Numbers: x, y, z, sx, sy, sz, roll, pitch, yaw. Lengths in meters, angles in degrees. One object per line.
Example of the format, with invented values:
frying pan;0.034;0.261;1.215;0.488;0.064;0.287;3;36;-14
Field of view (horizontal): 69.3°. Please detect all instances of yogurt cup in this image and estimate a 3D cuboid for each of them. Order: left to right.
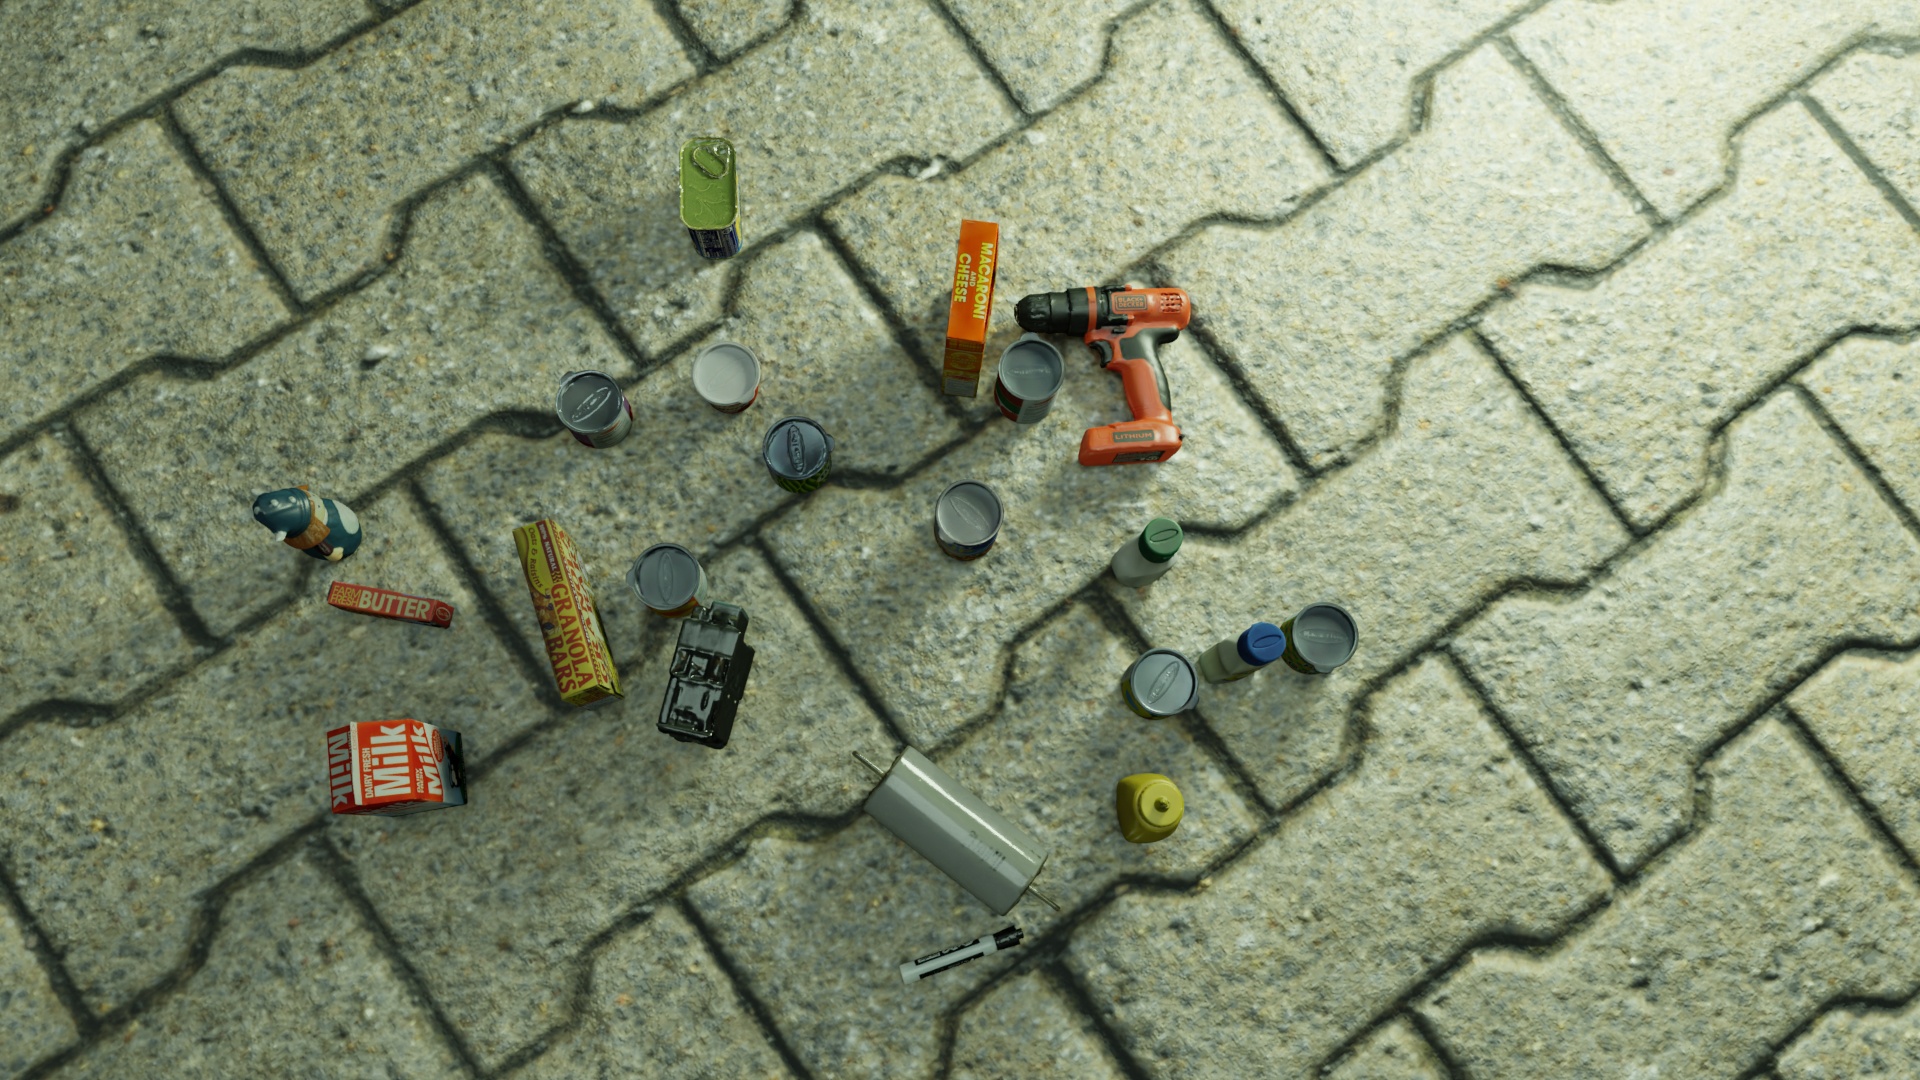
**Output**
yogurt cup;-0.235;-0.162;1.407;0.072;0.054;0.072;1;78;-3

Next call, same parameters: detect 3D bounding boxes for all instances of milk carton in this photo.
milk carton;-0.508;0.204;1.242;0.073;0.190;0.072;-9;79;-5

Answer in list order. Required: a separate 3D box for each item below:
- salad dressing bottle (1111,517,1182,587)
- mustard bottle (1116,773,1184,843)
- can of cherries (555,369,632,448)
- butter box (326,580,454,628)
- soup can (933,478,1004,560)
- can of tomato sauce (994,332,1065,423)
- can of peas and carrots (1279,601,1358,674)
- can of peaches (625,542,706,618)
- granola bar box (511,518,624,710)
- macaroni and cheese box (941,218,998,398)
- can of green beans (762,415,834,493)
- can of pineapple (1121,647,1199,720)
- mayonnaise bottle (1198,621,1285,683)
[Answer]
salad dressing bottle;0.183;0.011;1.341;0.064;0.147;0.044;-17;79;-6
mustard bottle;0.177;0.247;1.282;0.049;0.160;0.065;-6;78;-4
can of cherries;-0.367;-0.133;1.392;0.071;0.058;0.071;1;78;-3
butter box;-0.550;0.063;1.342;0.103;0.053;0.024;10;78;-1
soup can;0.005;-0.017;1.372;0.071;0.083;0.071;1;78;-3
can of tomato sauce;0.068;-0.163;1.407;0.071;0.083;0.071;1;78;-3
can of peas and carrots;0.353;0.100;1.375;0.071;0.058;0.071;1;78;-3
can of peaches;-0.286;0.040;1.358;0.071;0.058;0.071;1;78;-3
granola bar box;-0.368;0.072;1.312;0.039;0.124;0.166;-19;79;-6
macaroni and cheese box;0.009;-0.226;1.376;0.040;0.166;0.124;7;78;-1
can of green beans;-0.163;-0.085;1.392;0.071;0.057;0.071;1;78;-3
can of pineapple;0.195;0.143;1.359;0.071;0.057;0.071;1;78;-3
mayonnaise bottle;0.272;0.107;1.324;0.065;0.147;0.041;-16;79;-6
